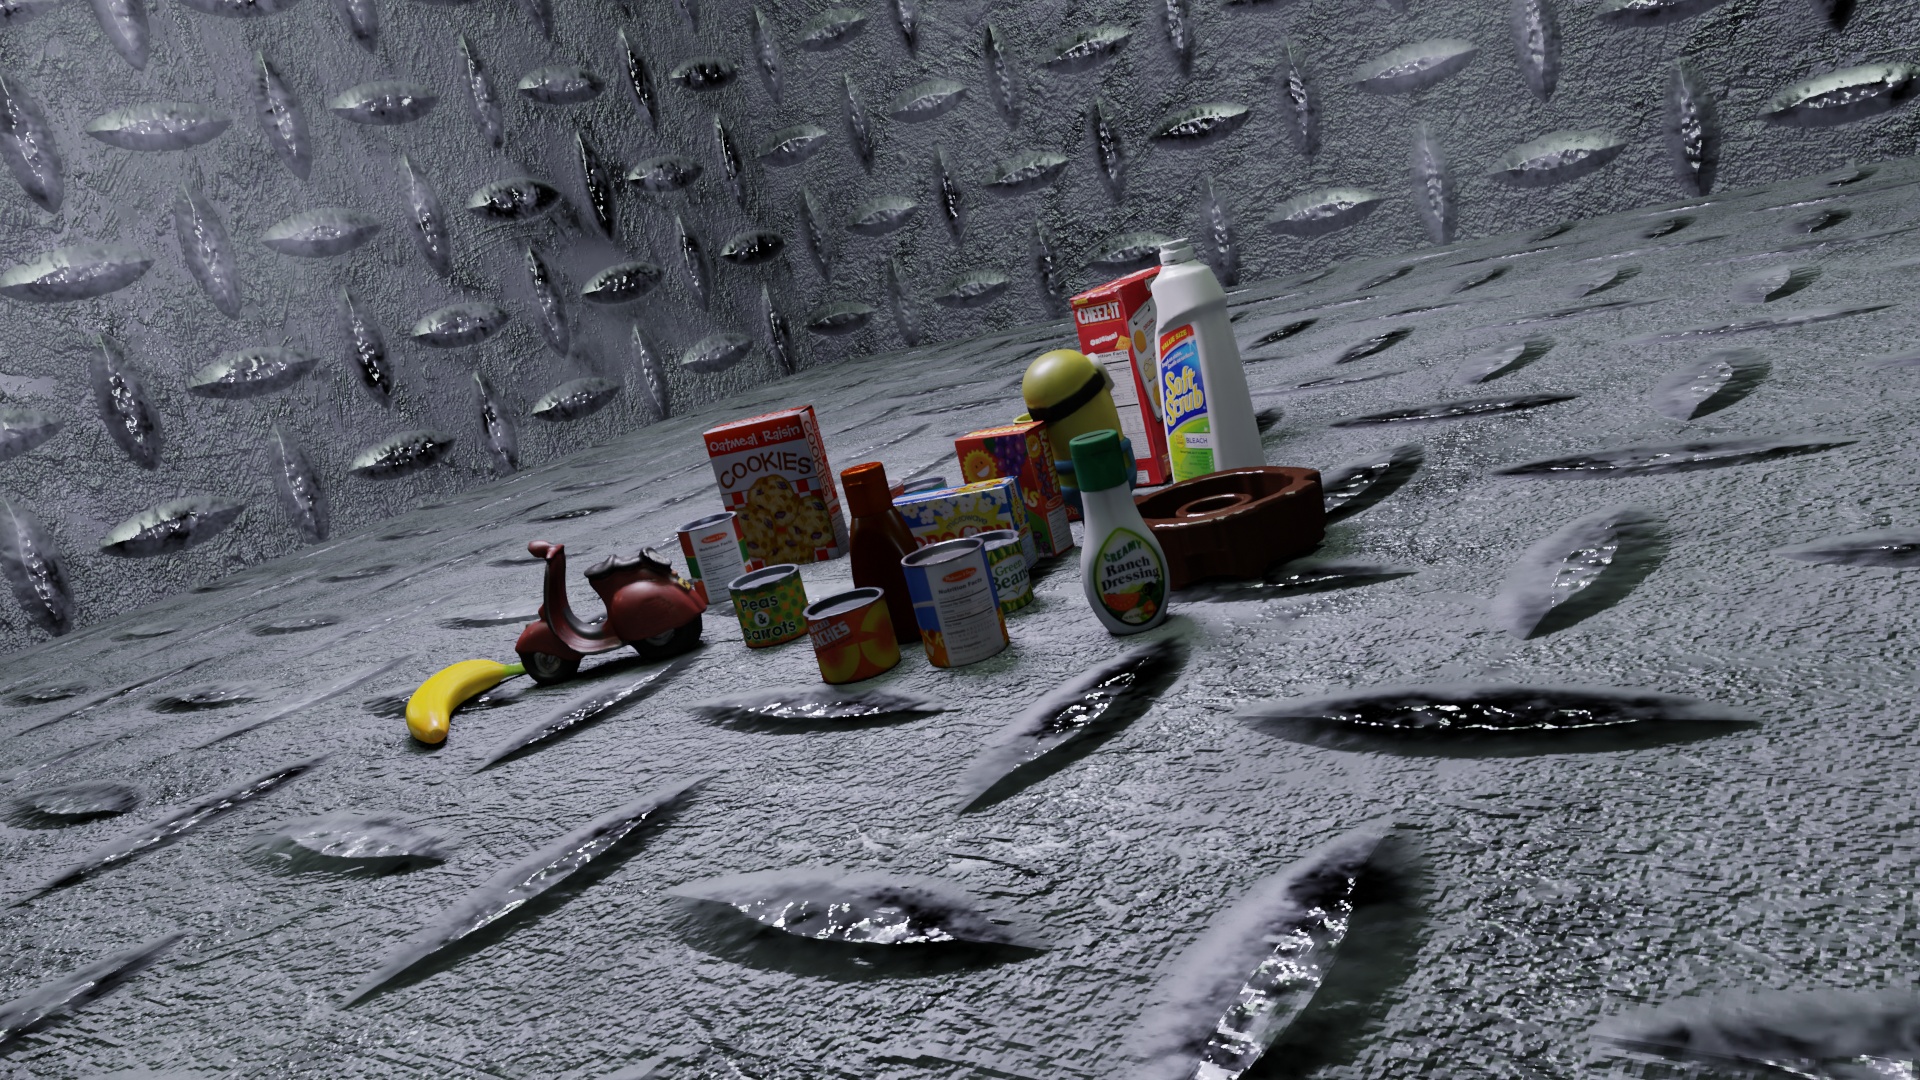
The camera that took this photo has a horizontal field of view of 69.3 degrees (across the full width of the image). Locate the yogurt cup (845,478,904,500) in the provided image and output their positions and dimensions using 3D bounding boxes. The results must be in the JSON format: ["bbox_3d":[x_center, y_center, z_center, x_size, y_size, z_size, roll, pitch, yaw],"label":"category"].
[{"bbox_3d":[-0.092,-0.037,1.592,0.072,0.053,0.072,-14,13,3],"label":"yogurt cup"}]

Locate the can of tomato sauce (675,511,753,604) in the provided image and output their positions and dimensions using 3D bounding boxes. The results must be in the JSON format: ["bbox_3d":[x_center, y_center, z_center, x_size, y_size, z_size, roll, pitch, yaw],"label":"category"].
[{"bbox_3d":[-0.259,0.018,1.479,0.071,0.083,0.071,-14,13,3],"label":"can of tomato sauce"}]

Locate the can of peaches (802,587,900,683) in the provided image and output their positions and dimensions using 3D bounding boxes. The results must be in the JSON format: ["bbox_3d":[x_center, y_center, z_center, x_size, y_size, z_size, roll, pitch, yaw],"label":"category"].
[{"bbox_3d":[-0.087,0.076,1.097,0.071,0.058,0.071,-14,13,3],"label":"can of peaches"}]

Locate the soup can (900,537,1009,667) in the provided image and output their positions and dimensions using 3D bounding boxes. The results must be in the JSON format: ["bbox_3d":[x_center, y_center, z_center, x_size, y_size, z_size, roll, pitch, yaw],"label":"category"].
[{"bbox_3d":[-0.004,0.046,1.072,0.071,0.083,0.071,-14,13,3],"label":"soup can"}]

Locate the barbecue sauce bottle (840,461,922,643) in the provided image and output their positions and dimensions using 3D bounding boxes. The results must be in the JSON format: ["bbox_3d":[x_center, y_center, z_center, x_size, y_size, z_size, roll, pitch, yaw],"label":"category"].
[{"bbox_3d":[-0.063,0.010,1.145,0.065,0.148,0.044,-10,13,23],"label":"barbecue sauce bottle"}]

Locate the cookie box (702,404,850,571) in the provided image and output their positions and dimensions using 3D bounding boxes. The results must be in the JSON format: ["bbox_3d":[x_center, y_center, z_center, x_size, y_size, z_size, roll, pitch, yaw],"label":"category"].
[{"bbox_3d":[-0.202,-0.055,1.537,0.123,0.167,0.040,-10,13,21],"label":"cookie box"}]

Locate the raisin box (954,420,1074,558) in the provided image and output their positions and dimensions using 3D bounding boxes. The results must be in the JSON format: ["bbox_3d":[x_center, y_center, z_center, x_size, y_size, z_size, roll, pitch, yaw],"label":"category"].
[{"bbox_3d":[0.051,-0.045,1.311,0.086,0.123,0.040,-4,16,39],"label":"raisin box"}]

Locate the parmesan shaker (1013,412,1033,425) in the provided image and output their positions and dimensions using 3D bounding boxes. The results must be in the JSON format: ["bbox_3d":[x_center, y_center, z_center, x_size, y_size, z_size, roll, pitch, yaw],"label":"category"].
[{"bbox_3d":[0.100,-0.086,1.475,0.071,0.103,0.071,-14,12,3],"label":"parmesan shaker"}]

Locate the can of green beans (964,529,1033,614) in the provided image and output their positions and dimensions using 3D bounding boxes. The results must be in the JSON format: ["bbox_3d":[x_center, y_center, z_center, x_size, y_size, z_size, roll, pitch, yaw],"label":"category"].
[{"bbox_3d":[0.024,0.028,1.176,0.071,0.057,0.071,-14,13,3],"label":"can of green beans"}]

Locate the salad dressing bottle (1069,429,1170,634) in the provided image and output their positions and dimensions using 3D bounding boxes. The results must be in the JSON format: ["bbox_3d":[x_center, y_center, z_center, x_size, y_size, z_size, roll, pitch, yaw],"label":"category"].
[{"bbox_3d":[0.113,-0.007,1.023,0.064,0.147,0.044,-16,12,-3],"label":"salad dressing bottle"}]

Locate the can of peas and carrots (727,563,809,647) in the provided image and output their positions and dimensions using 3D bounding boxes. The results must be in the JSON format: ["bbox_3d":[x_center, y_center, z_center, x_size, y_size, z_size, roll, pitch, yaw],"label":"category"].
[{"bbox_3d":[-0.172,0.060,1.259,0.071,0.058,0.071,-14,13,3],"label":"can of peas and carrots"}]

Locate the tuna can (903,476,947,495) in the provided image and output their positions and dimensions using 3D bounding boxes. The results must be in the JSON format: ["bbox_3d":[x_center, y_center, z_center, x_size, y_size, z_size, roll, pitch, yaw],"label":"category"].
[{"bbox_3d":[-0.048,-0.051,1.650,0.071,0.032,0.071,-14,13,3],"label":"tuna can"}]

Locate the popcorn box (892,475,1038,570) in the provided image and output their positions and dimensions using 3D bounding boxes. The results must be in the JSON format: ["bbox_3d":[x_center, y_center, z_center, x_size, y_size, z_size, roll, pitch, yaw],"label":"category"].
[{"bbox_3d":[0.000,-0.006,1.289,0.126,0.085,0.038,-9,14,24],"label":"popcorn box"}]

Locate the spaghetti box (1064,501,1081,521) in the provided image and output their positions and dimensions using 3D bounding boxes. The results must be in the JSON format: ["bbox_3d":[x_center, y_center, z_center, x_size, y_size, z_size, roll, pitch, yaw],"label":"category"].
[{"bbox_3d":[0.020,-0.029,1.442,0.250,0.050,0.029,-10,13,18],"label":"spaghetti box"}]
